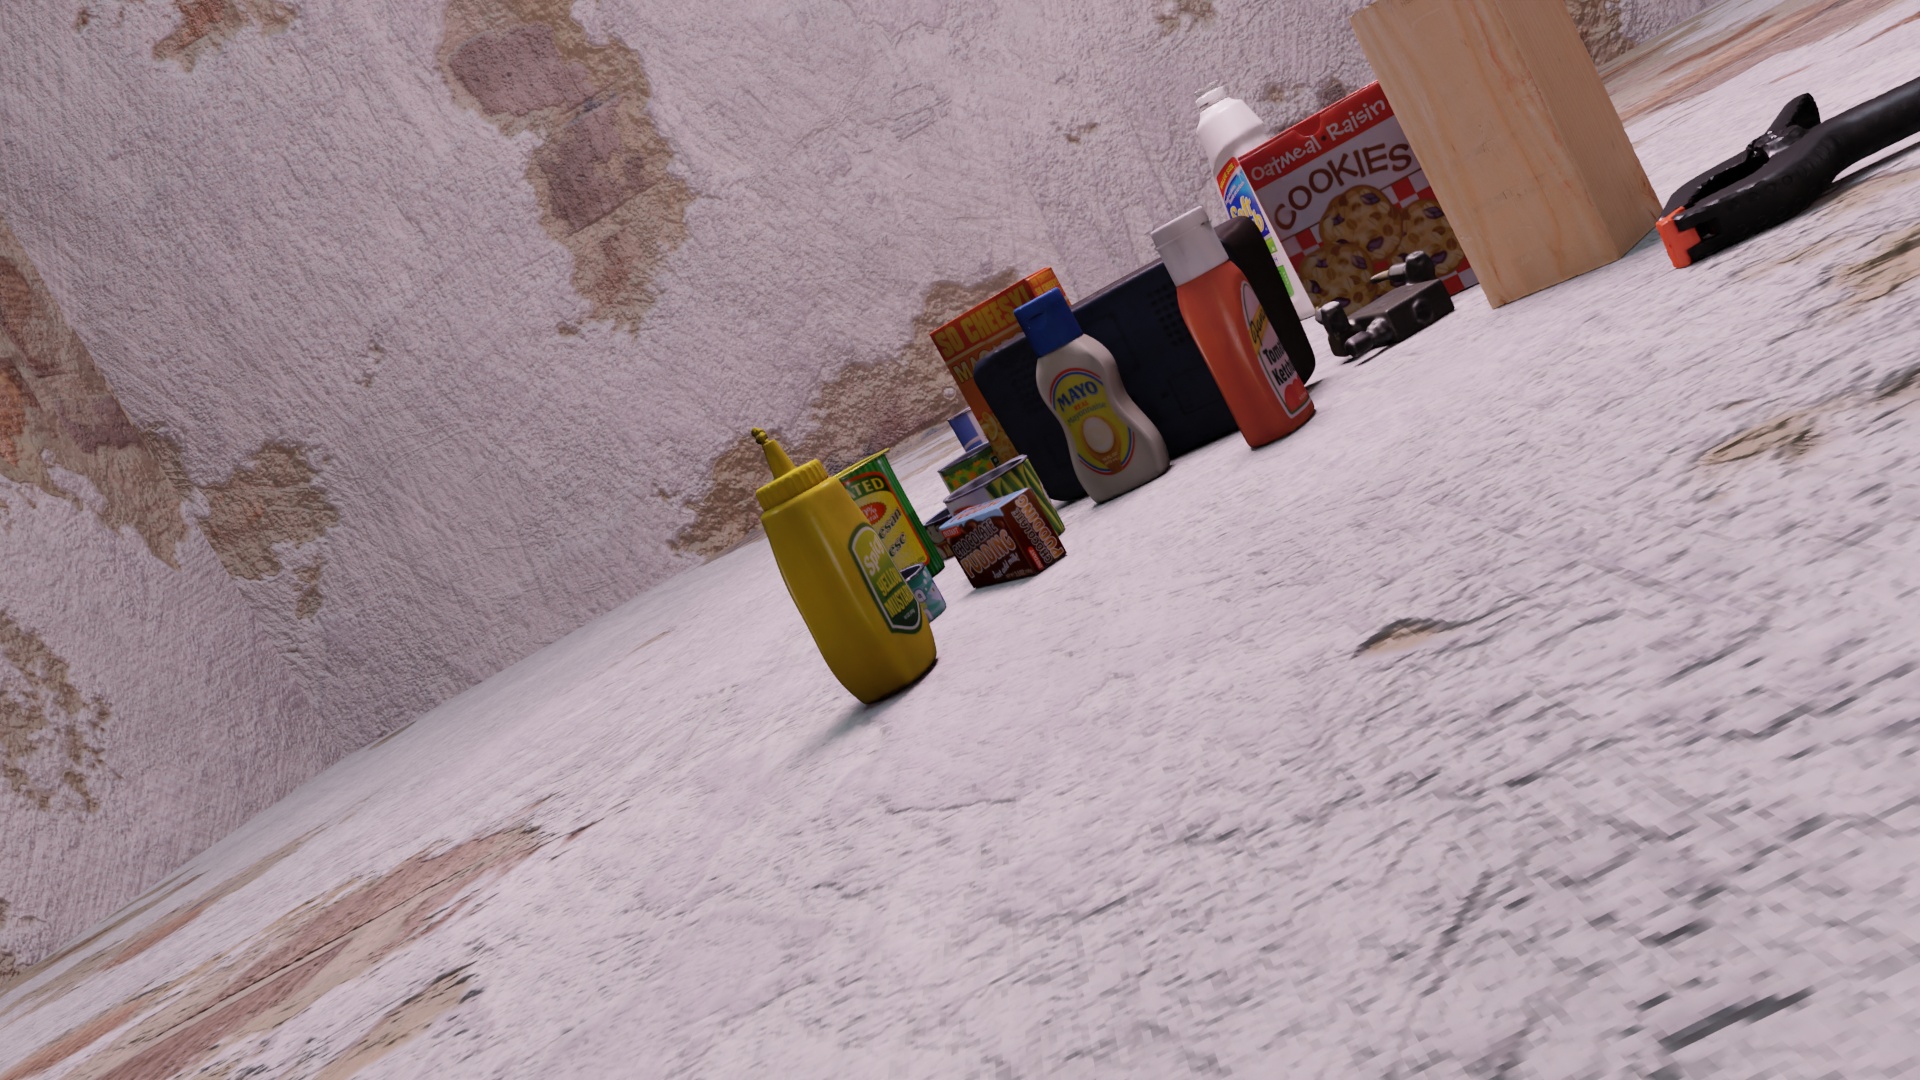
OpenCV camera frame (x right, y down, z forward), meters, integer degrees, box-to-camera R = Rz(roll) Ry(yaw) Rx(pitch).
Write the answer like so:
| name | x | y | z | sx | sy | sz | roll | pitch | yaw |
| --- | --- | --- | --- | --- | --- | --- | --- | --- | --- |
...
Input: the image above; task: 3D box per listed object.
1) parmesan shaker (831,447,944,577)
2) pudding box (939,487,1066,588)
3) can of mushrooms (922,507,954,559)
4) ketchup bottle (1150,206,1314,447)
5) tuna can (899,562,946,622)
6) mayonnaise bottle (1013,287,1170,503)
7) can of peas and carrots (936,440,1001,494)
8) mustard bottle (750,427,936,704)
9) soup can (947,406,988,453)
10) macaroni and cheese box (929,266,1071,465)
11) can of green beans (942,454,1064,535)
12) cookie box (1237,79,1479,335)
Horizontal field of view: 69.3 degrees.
| name | x | y | z | sx | sy | sz | roll | pitch | yaw |
| --- | --- | --- | --- | --- | --- | --- | --- | --- | --- |
| parmesan shaker | -0.062 | -0.011 | 1.081 | 0.071 | 0.103 | 0.071 | -29 | 7 | 4 |
| pudding box | 0.026 | -0.001 | 0.886 | 0.030 | 0.049 | 0.083 | -33 | 8 | -28 |
| can of mushrooms | 0.004 | -0.014 | 1.131 | 0.071 | 0.033 | 0.071 | -29 | 7 | 4 |
| ketchup bottle | 0.168 | -0.134 | 0.868 | 0.043 | 0.148 | 0.065 | -25 | 8 | 34 |
| tuna can | -0.044 | 0.044 | 0.908 | 0.071 | 0.033 | 0.071 | -29 | 7 | 4 |
| mayonnaise bottle | 0.087 | -0.103 | 0.968 | 0.064 | 0.148 | 0.041 | -26 | 7 | 26 |
| can of peas and carrots | 0.024 | -0.053 | 1.227 | 0.071 | 0.058 | 0.071 | -29 | 7 | 4 |
| mustard bottle | -0.070 | 0.008 | 0.750 | 0.048 | 0.160 | 0.065 | -27 | 7 | 21 |
| soup can | 0.034 | -0.106 | 1.462 | 0.071 | 0.083 | 0.071 | -29 | 7 | 4 |
| macaroni and cheese box | 0.063 | -0.126 | 1.148 | 0.123 | 0.166 | 0.040 | -22 | 10 | 46 |
| can of green beans | 0.030 | -0.018 | 0.957 | 0.071 | 0.057 | 0.071 | -29 | 7 | 4 |
| cookie box | 0.306 | -0.248 | 1.055 | 0.122 | 0.167 | 0.040 | -24 | 8 | 35 |
